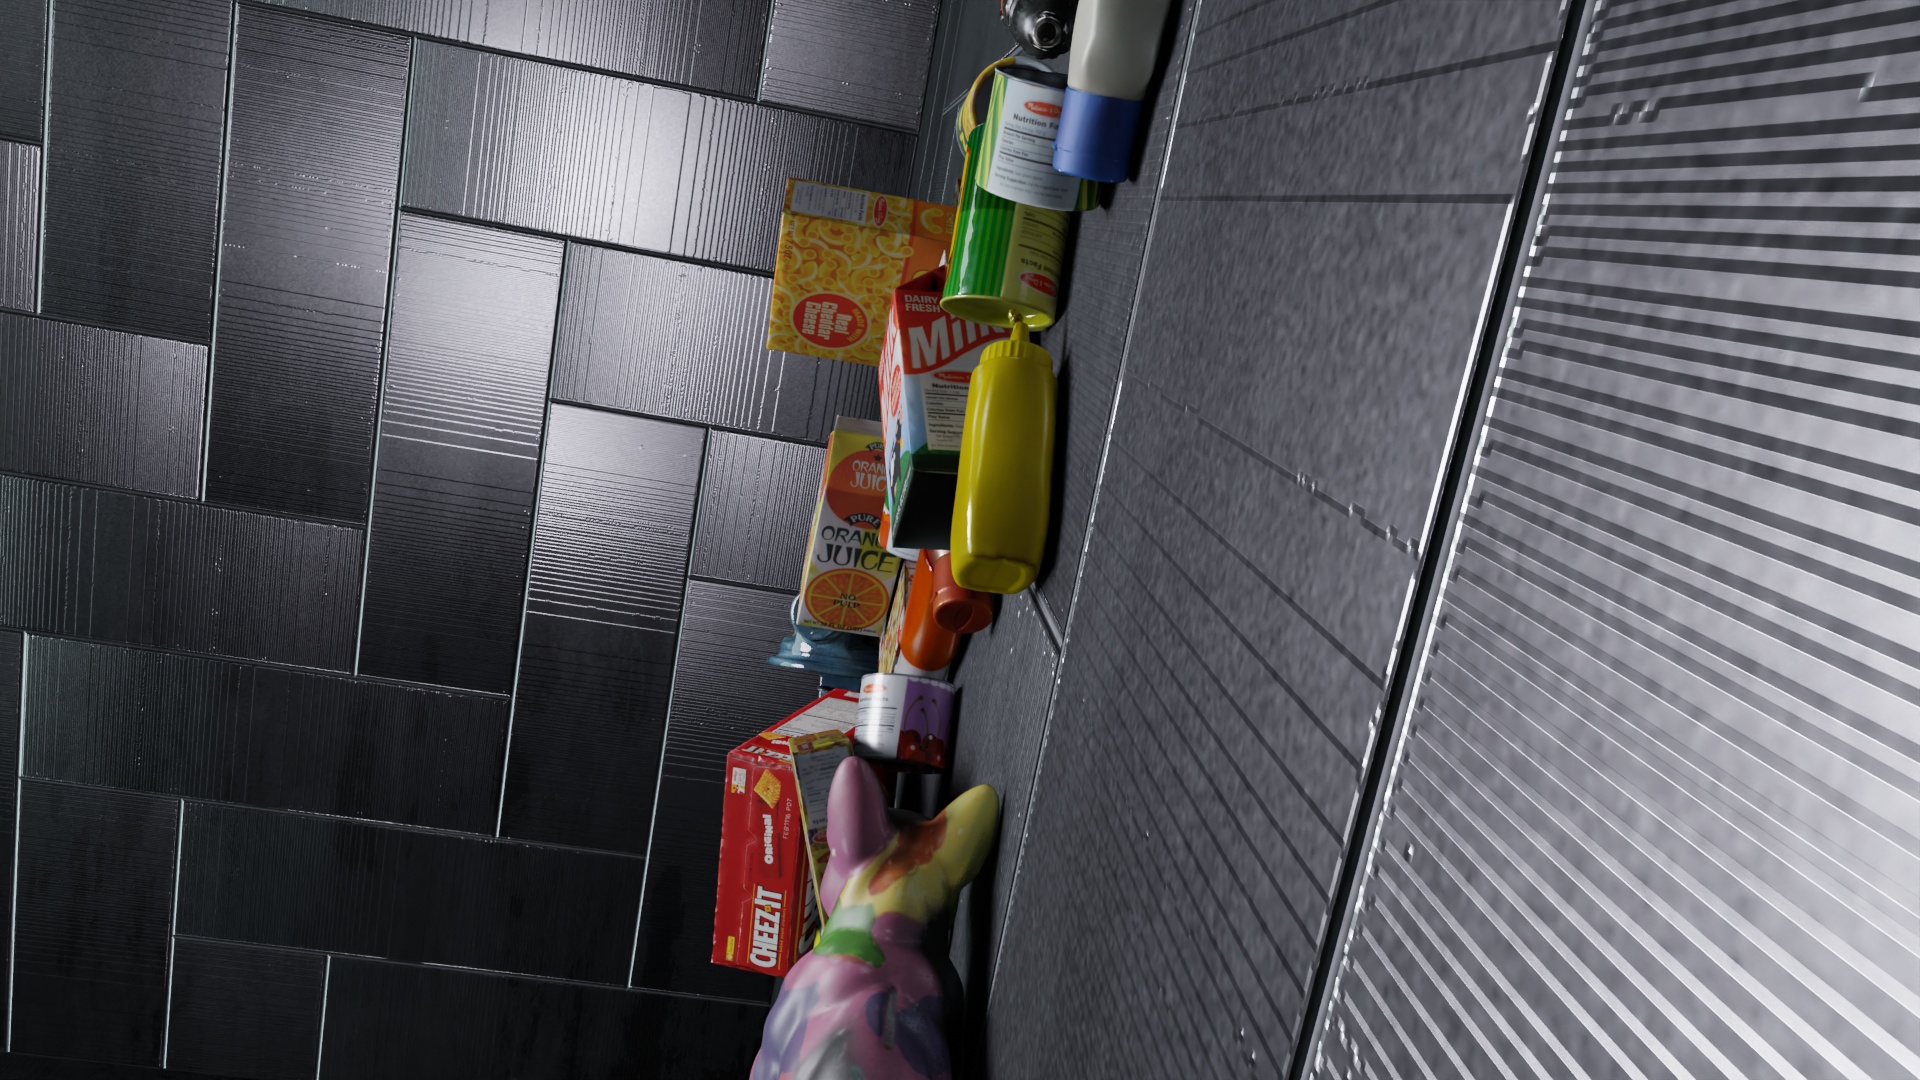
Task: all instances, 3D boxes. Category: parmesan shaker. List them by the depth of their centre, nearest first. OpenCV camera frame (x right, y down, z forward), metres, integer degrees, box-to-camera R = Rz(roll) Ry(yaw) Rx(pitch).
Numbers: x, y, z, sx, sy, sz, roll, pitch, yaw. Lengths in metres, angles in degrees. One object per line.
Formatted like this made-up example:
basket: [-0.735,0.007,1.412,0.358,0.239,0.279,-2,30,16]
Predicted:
parmesan shaker: [0.030,-0.179,0.798,0.071,0.071,0.103,153,126,-81]

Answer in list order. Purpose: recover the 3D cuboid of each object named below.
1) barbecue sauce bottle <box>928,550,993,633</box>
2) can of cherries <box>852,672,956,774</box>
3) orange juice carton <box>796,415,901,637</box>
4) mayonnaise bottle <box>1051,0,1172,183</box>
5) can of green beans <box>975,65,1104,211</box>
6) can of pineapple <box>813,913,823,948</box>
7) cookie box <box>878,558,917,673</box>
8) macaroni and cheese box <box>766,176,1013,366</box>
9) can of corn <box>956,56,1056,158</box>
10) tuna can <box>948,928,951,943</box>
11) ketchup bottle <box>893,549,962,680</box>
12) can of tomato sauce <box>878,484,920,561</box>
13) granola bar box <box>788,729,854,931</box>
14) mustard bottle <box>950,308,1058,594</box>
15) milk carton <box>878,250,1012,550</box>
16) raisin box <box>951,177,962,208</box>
barbecue sauce bottle: [0.003,-0.011,0.879,0.064,0.044,0.149,117,161,-48]
can of cherries: [-0.036,0.126,0.947,0.071,0.071,0.058,119,158,-70]
orange juice carton: [-0.080,-0.018,1.110,0.073,0.072,0.191,-92,14,-50]
mayonnaise bottle: [0.073,-0.238,0.623,0.065,0.041,0.147,-94,14,-67]
can of green beans: [0.045,-0.203,0.701,0.071,0.071,0.057,-96,16,-64]
can of pineapple: [-0.074,0.303,1.003,0.058,0.071,0.070,-91,12,-53]
cookie box: [-0.038,0.059,1.142,0.168,0.040,0.122,-92,13,-54]
macaroni and cheese box: [-0.041,-0.169,0.931,0.123,0.166,0.040,107,169,-51]
can of corn: [0.032,-0.261,0.871,0.058,0.071,0.071,-152,72,-82]
tuna can: [-0.025,0.225,0.840,0.071,0.033,0.071,-168,87,-83]
ketchup bottle: [-0.017,0.053,0.961,0.065,0.043,0.148,-84,7,-46]
can of tomato sauce: [-0.021,-0.034,1.018,0.071,0.071,0.082,-99,19,-69]
granola bar box: [-0.080,0.188,0.892,0.165,0.039,0.124,144,115,-81]
mustard bottle: [0.026,-0.054,0.730,0.065,0.049,0.161,115,164,-67]
milk carton: [-0.007,-0.089,0.843,0.072,0.073,0.191,107,161,-49]
raisin box: [0.004,-0.237,1.190,0.086,0.040,0.122,-95,15,-60]
